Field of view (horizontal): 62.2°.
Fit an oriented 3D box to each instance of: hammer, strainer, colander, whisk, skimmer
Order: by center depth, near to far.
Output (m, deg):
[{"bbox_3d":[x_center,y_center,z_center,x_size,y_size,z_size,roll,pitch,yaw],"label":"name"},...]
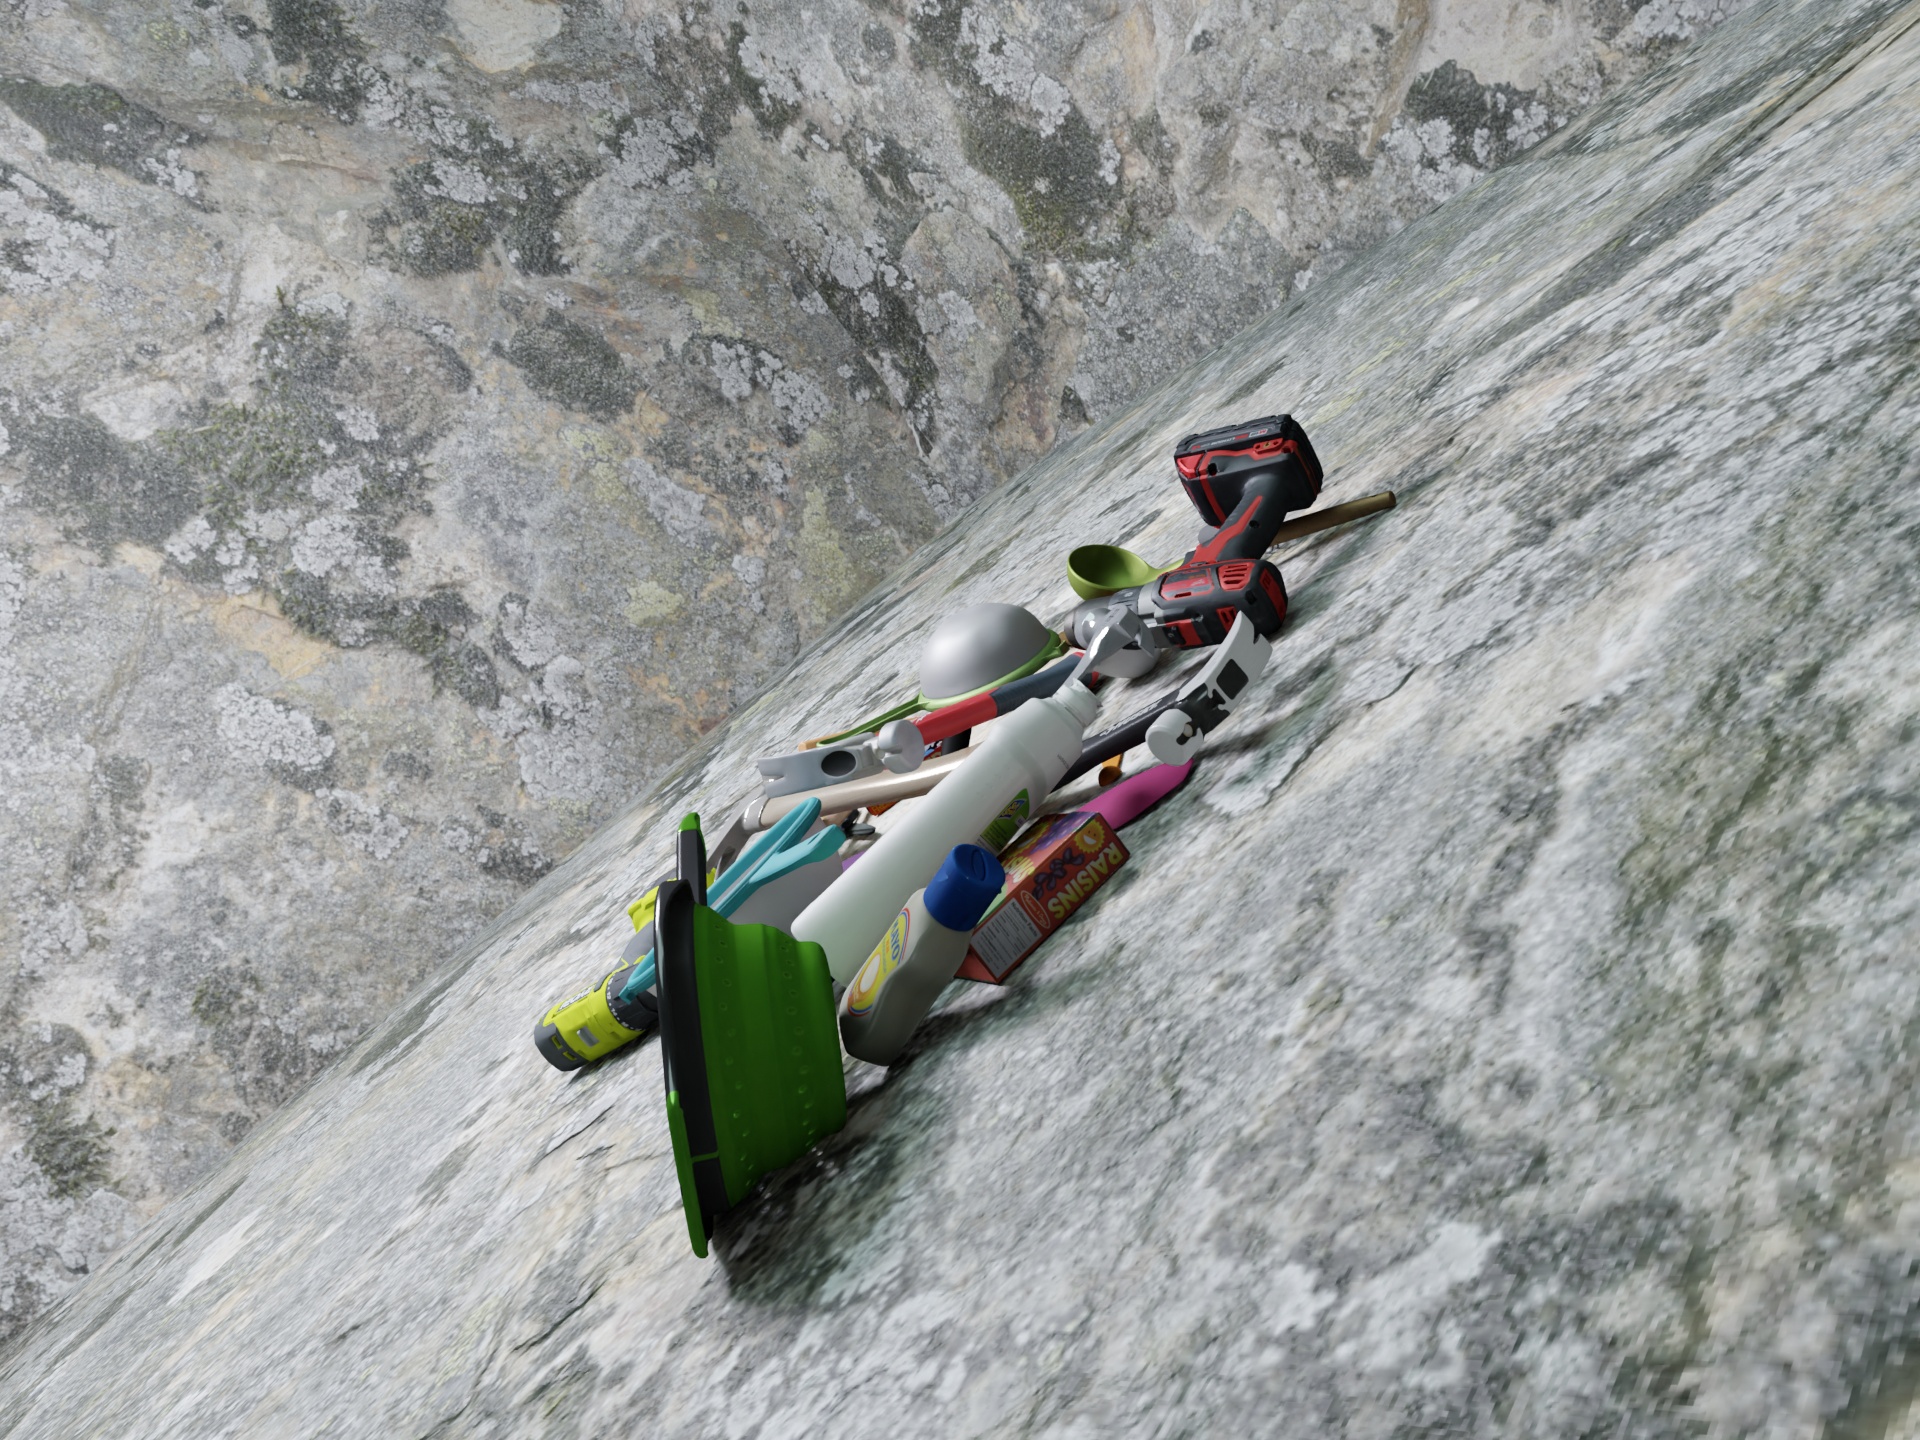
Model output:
[{"bbox_3d":[-0.130,0.155,0.996,0.094,0.204,0.397,-8,25,-7],"label":"colander"},{"bbox_3d":[0.095,0.022,1.157,0.146,0.035,0.334,-46,8,-35],"label":"hammer"},{"bbox_3d":[-0.004,0.070,1.158,0.405,0.035,0.144,-49,9,-6],"label":"hammer"},{"bbox_3d":[-0.133,0.149,1.216,0.211,0.095,0.340,-48,8,-29],"label":"strainer"},{"bbox_3d":[-0.002,-0.004,1.322,0.143,0.038,0.386,-13,4,33],"label":"hammer"},{"bbox_3d":[0.177,-0.088,1.427,0.087,0.050,0.258,-45,-2,35],"label":"strainer"},{"bbox_3d":[-0.074,0.067,1.439,0.410,0.038,0.146,-15,33,43],"label":"hammer"},{"bbox_3d":[-0.031,-0.049,1.520,0.256,0.069,0.151,-27,17,-7],"label":"strainer"},{"bbox_3d":[0.262,-0.180,1.533,0.055,0.055,0.239,-38,6,-1],"label":"whisk"},{"bbox_3d":[0.015,0.001,1.594,0.127,0.090,0.364,-14,28,14],"label":"skimmer"}]

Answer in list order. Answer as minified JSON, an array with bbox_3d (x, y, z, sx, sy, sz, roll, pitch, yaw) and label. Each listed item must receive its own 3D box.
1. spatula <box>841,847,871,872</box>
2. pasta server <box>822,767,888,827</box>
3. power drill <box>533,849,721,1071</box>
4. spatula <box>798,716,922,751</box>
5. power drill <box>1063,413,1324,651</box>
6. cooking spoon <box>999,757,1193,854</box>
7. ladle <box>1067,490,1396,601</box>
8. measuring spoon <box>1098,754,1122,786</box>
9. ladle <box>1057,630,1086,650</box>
[{"bbox_3d":[-0.047,0.103,1.393,0.316,0.018,0.060,-30,6,42],"label":"spatula"},{"bbox_3d":[-0.112,0.068,1.656,0.060,0.040,0.316,-32,7,19],"label":"pasta server"},{"bbox_3d":[-0.288,0.224,1.521,0.190,0.080,0.229,-31,15,32],"label":"power drill"},{"bbox_3d":[-0.067,-0.001,1.697,0.081,0.041,0.322,-30,-10,35],"label":"spatula"},{"bbox_3d":[0.194,-0.143,1.313,0.188,0.080,0.227,-8,42,36],"label":"power drill"},{"bbox_3d":[0.035,0.097,1.144,0.319,0.017,0.069,-30,13,32],"label":"cooking spoon"},{"bbox_3d":[0.231,-0.162,1.406,0.320,0.062,0.078,-15,20,39],"label":"ladle"},{"bbox_3d":[0.114,0.025,1.216,0.021,0.011,0.117,-35,11,16],"label":"measuring spoon"},{"bbox_3d":[0.123,-0.086,1.574,0.069,0.031,0.315,-29,4,-4],"label":"ladle"}]
